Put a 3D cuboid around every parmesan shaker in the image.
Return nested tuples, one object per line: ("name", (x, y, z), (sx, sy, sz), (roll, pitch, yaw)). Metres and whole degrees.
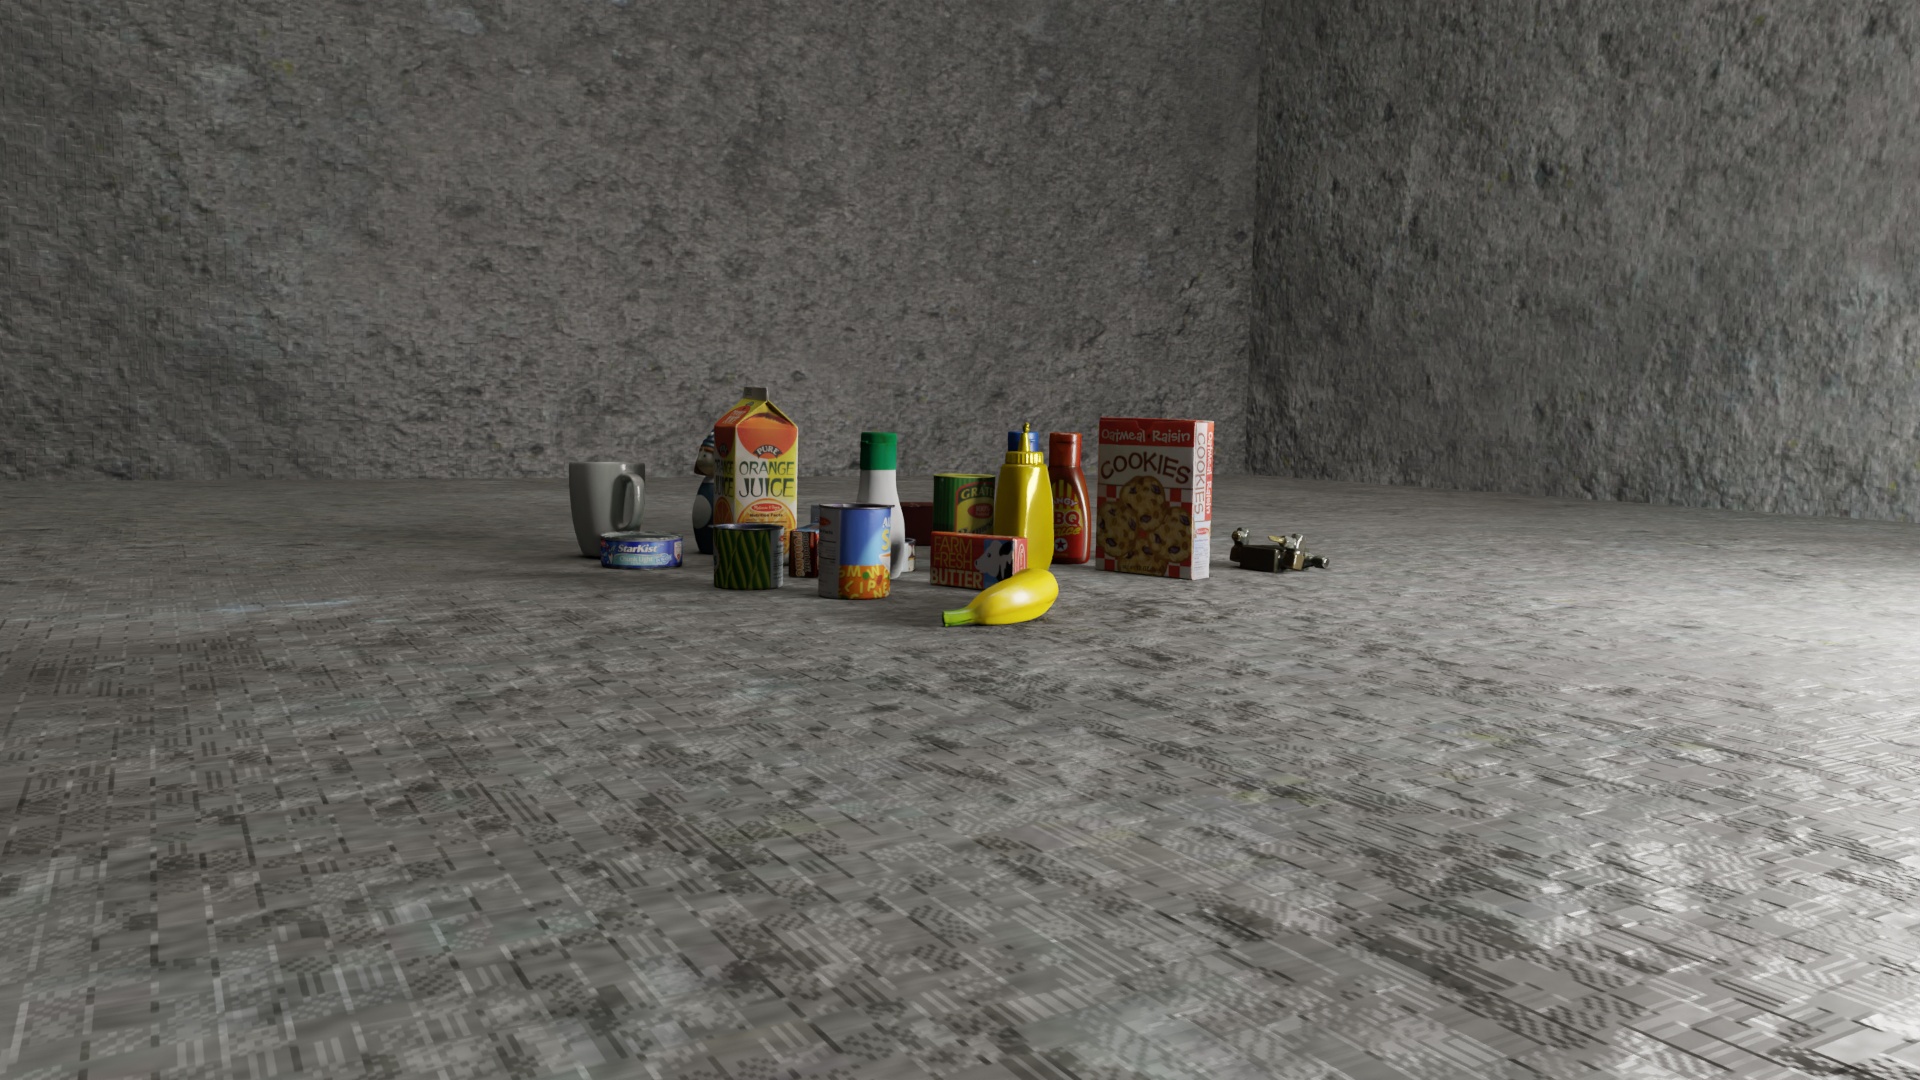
("parmesan shaker", (0.005, -0.019, 1.479), (0.071, 0.103, 0.071), (1, 5, 0))

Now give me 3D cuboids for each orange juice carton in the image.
("orange juice carton", (-0.223, -0.071, 1.506), (0.073, 0.192, 0.072), (-1, 5, -28))

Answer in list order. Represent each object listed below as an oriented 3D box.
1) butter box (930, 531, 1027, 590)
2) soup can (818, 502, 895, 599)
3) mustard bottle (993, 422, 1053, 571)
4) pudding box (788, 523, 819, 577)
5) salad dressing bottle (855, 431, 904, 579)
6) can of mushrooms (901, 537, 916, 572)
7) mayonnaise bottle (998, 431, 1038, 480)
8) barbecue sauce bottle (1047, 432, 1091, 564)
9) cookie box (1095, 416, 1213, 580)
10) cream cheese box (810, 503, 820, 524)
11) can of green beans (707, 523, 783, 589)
("butter box", (0.016, 0.020, 1.336), (0.103, 0.053, 0.024), (5, 6, 37))
("soup can", (-0.094, 0.009, 1.267), (0.071, 0.083, 0.071), (1, 5, 0))
("mustard bottle", (0.066, -0.043, 1.447), (0.049, 0.160, 0.065), (5, 6, 39))
("pudding box", (-0.152, 0.009, 1.431), (0.030, 0.049, 0.084), (2, 5, 9))
("salad dressing bottle", (-0.083, -0.035, 1.401), (0.044, 0.147, 0.064), (-3, 6, -40))
("can of mushrooms", (-0.081, 0.014, 1.482), (0.071, 0.033, 0.071), (1, 5, 0))
("mayonnaise bottle", (0.073, -0.055, 1.649), (0.065, 0.148, 0.041), (-1, 5, -27))
("barbecue sauce bottle", (0.118, -0.049, 1.582), (0.065, 0.148, 0.044), (2, 5, 12))
("cookie box", (0.206, -0.047, 1.487), (0.123, 0.167, 0.040), (5, 6, 40))
("cream cheese box", (-0.135, -0.015, 1.675), (0.104, 0.053, 0.024), (5, 6, 34))
("can of green beans", (-0.201, 0.015, 1.318), (0.071, 0.057, 0.071), (1, 5, 0))
